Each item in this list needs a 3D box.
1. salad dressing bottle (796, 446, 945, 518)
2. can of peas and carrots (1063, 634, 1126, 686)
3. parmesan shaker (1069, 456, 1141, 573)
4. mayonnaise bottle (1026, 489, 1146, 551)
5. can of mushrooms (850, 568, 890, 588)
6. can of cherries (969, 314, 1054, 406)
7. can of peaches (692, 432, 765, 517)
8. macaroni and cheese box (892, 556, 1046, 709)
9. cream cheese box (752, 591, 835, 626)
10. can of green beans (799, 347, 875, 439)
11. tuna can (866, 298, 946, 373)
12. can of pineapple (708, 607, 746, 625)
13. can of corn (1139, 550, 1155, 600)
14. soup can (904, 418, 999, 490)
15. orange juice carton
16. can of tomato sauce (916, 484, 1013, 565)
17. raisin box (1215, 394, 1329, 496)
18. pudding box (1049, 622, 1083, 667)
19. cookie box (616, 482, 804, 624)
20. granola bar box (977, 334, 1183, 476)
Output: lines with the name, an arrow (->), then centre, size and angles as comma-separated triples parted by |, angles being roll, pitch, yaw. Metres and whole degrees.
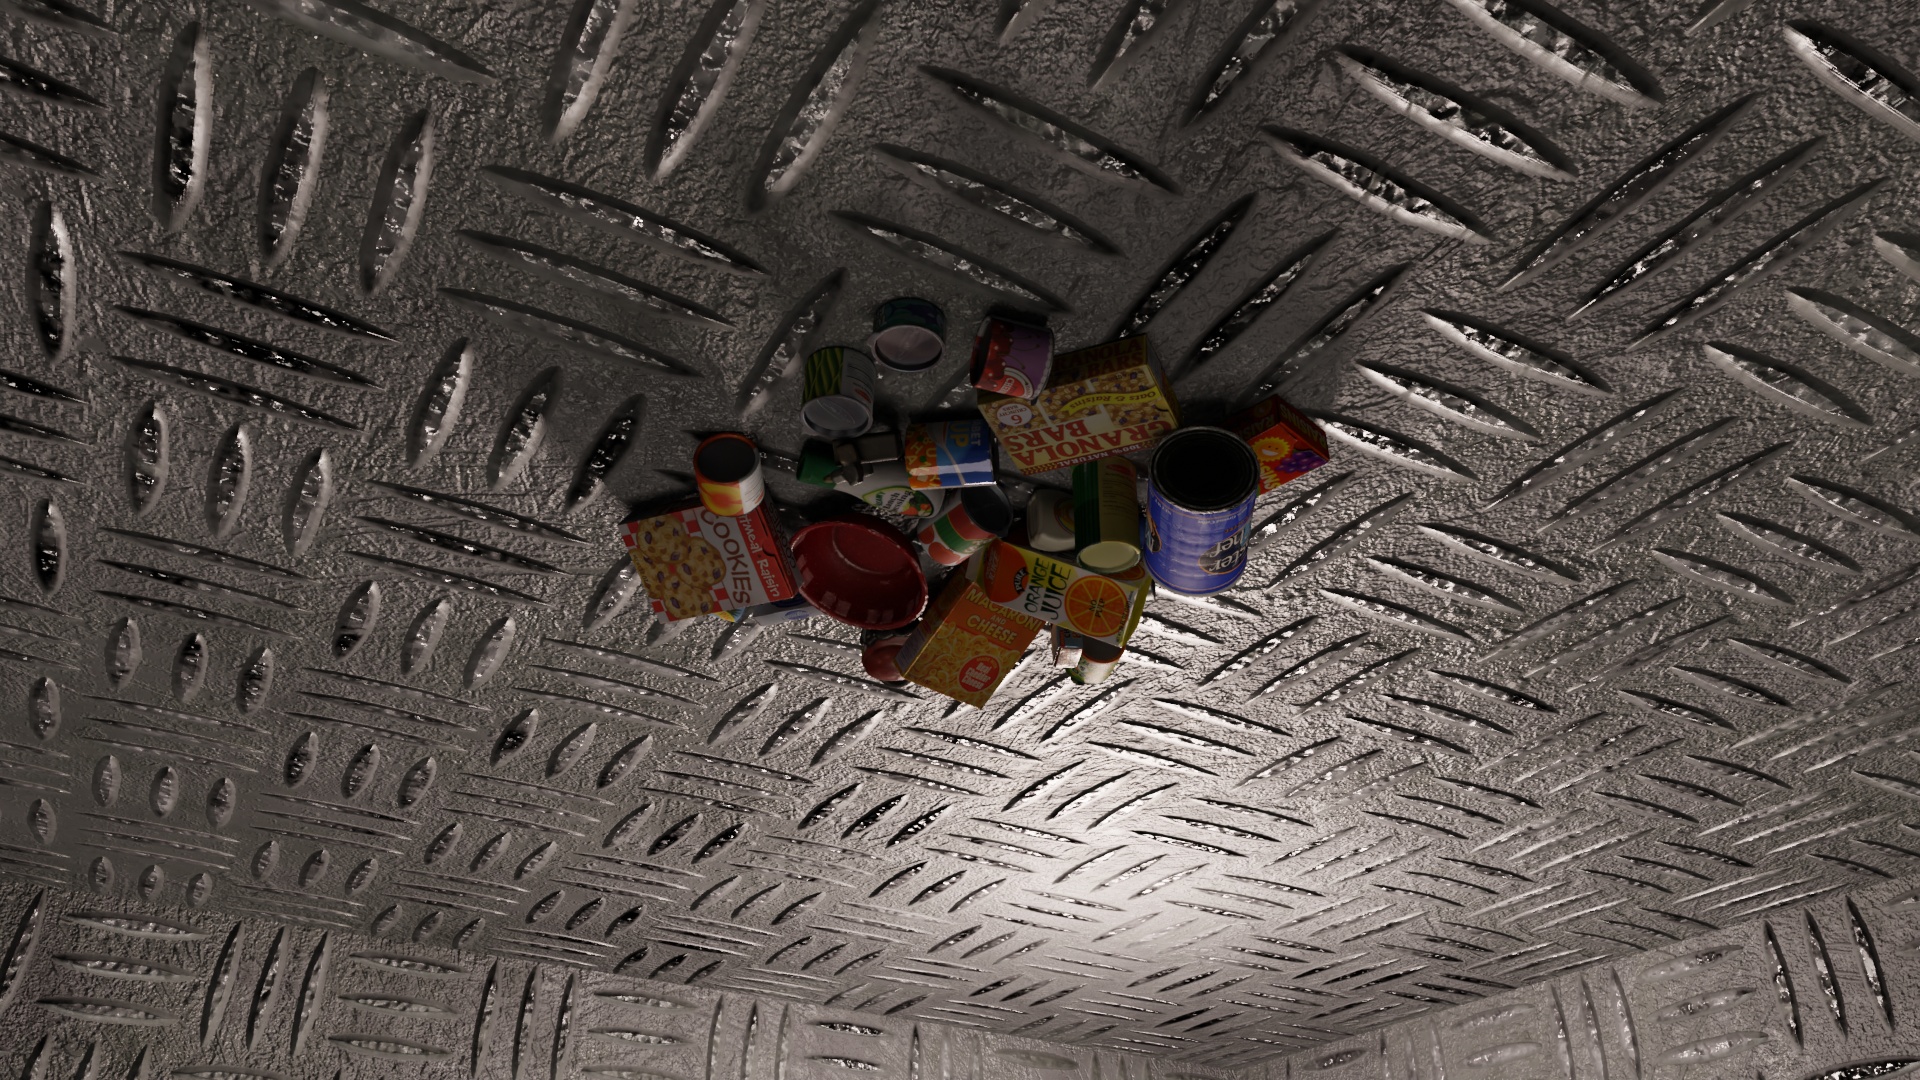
salad dressing bottle -> -0.091, -0.061, 1.404 | 0.148, 0.044, 0.064 | 13, 150, -17
can of peas and carrots -> 0.159, 0.134, 1.673 | 0.071, 0.071, 0.058 | 7, 146, -9
parmesan shaker -> 0.143, -0.026, 1.395 | 0.071, 0.103, 0.071 | 1, 147, 1
mayonnaise bottle -> 0.145, -0.014, 1.456 | 0.148, 0.065, 0.041 | 7, 149, -16
can of mushrooms -> -0.094, 0.049, 1.585 | 0.071, 0.033, 0.070 | 1, 147, 1
can of cherries -> 0.044, -0.159, 1.223 | 0.058, 0.072, 0.071 | 11, 146, -15
can of peaches -> -0.232, -0.066, 1.381 | 0.071, 0.071, 0.057 | 2, 147, -1
macaroni and cheese box -> 0.020, 0.101, 1.580 | 0.123, 0.040, 0.166 | 27, 105, -35
cream cheese box -> -0.186, 0.063, 1.590 | 0.103, 0.053, 0.024 | -12, 142, 20
can of green beans -> -0.112, -0.135, 1.276 | 0.071, 0.058, 0.071 | 1, 147, 1
tuna can -> -0.048, -0.181, 1.226 | 0.071, 0.033, 0.070 | 1, 147, 1
can of pineapple -> -0.272, 0.056, 1.567 | 0.058, 0.071, 0.070 | 18, 144, -22
can of corn -> 0.182, 0.036, 1.526 | 0.058, 0.071, 0.071 | -6, 146, 12
soup can -> -0.008, -0.086, 1.345 | 0.084, 0.072, 0.071 | -3, 147, 8
orange juice carton -> 0.100, 0.039, 1.472 | 0.193, 0.073, 0.071 | 19, 113, 14
can of tomato sauce -> 0.005, -0.018, 1.444 | 0.071, 0.071, 0.082 | 22, 142, -28
raisin box -> 0.285, -0.084, 1.361 | 0.086, 0.040, 0.123 | 29, 137, -35
pudding box -> 0.122, 0.100, 1.610 | 0.030, 0.084, 0.049 | 1, 147, -4
cookie box -> -0.265, 0.015, 1.476 | 0.167, 0.040, 0.122 | -11, 111, 19
granola bar box -> 0.114, -0.123, 1.306 | 0.165, 0.039, 0.124 | -12, 145, 20
